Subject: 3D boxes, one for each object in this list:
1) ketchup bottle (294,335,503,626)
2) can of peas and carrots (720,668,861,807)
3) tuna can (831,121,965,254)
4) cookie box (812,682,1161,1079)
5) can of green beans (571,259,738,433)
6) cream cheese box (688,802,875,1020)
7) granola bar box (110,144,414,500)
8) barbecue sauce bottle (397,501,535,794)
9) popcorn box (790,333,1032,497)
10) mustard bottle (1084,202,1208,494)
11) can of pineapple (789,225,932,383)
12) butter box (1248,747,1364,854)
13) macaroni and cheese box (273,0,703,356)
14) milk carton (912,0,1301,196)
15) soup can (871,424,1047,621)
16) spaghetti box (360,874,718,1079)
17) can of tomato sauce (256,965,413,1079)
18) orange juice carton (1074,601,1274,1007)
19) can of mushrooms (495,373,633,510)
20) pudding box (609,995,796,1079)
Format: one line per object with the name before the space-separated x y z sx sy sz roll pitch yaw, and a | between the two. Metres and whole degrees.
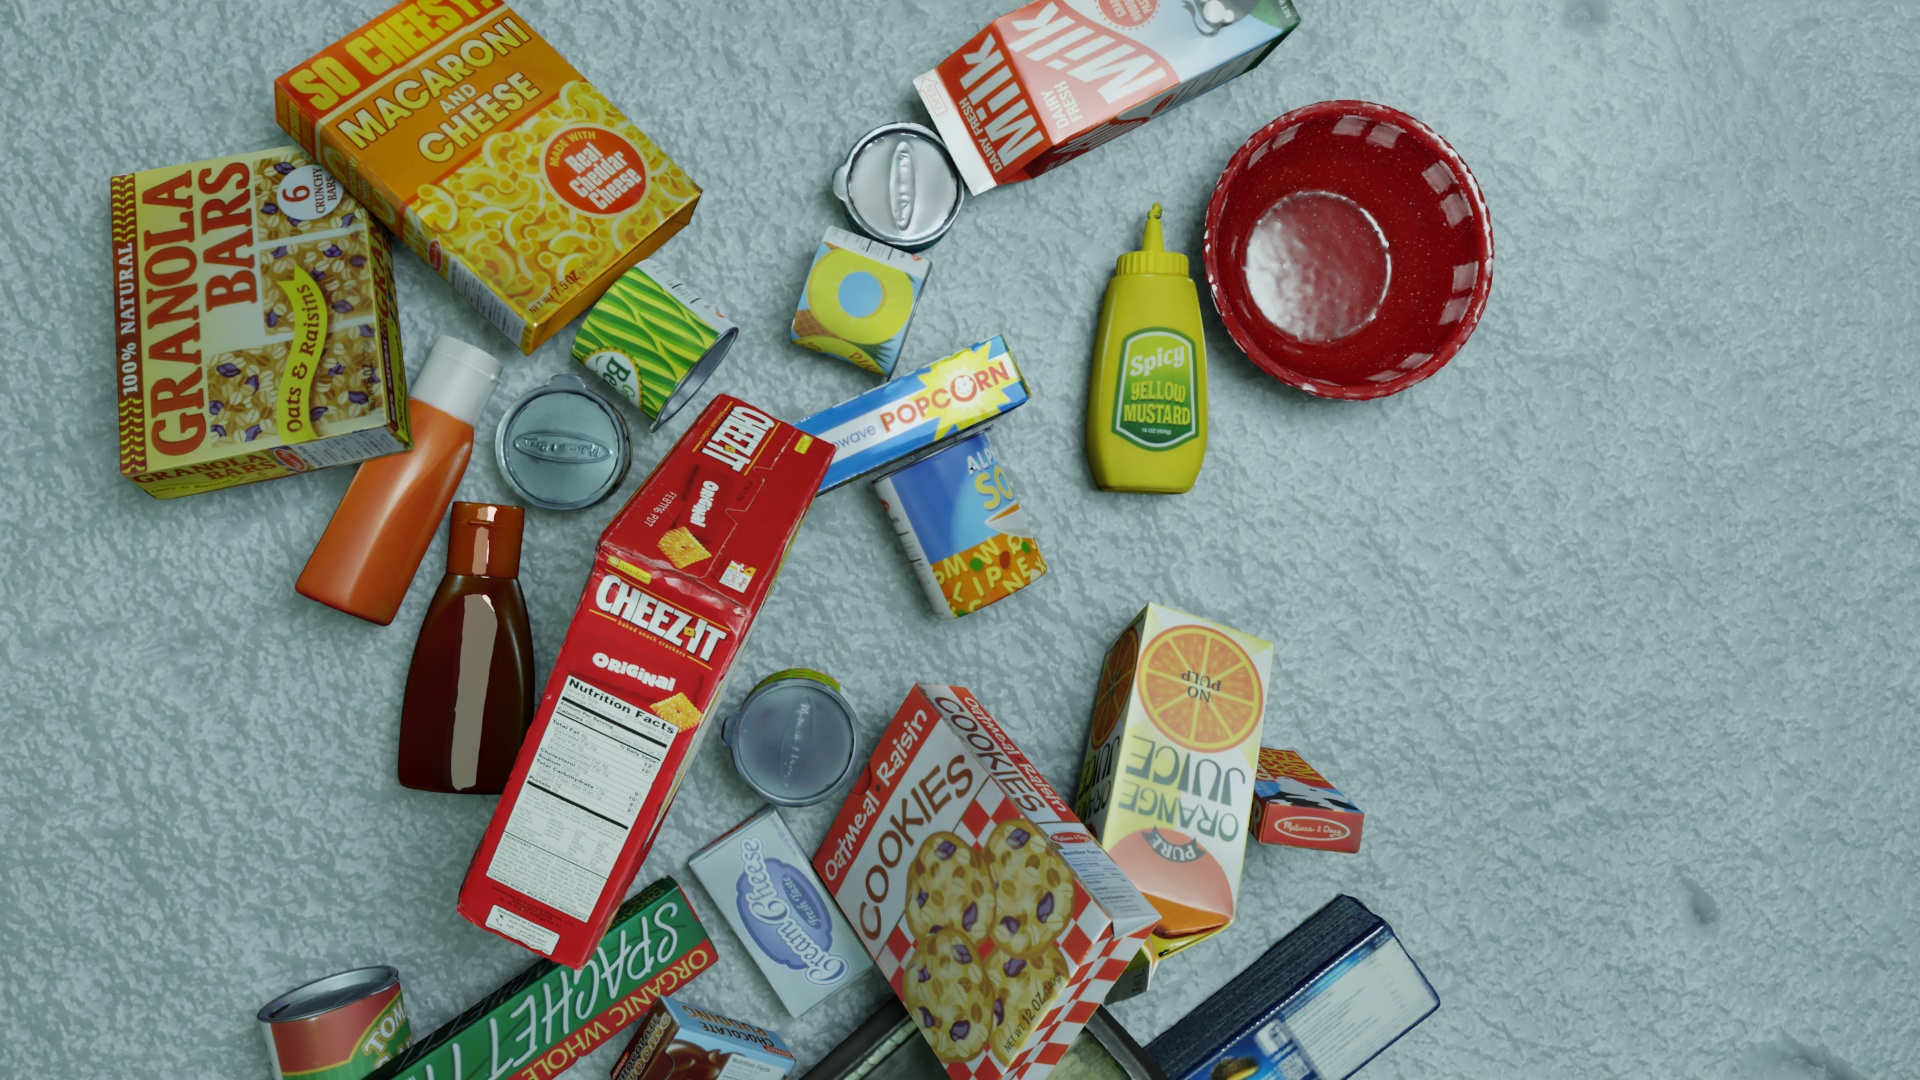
ketchup bottle | -0.282 -0.032 0.710 0.043 0.064 0.149 22 79 2
can of peas and carrots | -0.088 0.102 0.731 0.071 0.058 0.071 0 90 -6
tuna can | -0.034 -0.189 0.750 0.071 0.033 0.071 0 90 -6
cookie box | 0.004 0.168 0.677 0.040 0.168 0.122 11 116 -44
can of green beans | -0.158 -0.103 0.720 0.058 0.071 0.071 39 86 -5
cream cheese box | -0.095 0.199 0.748 0.053 0.024 0.103 -33 93 -5
granola bar box | -0.346 -0.112 0.687 0.124 0.039 0.166 -12 71 -6
barbecue sauce bottle | -0.252 0.055 0.721 0.065 0.043 0.148 5 89 -7
popcorn box | -0.032 -0.062 0.724 0.127 0.085 0.038 -24 92 -5
mustard bottle | 0.102 -0.105 0.757 0.065 0.049 0.160 1 90 -8
can of pineapple | -0.053 -0.124 0.732 0.058 0.071 0.071 19 88 -6
butter box | 0.169 0.135 0.738 0.053 0.103 0.024 8 98 -8
macaroni and cheese box | -0.235 -0.193 0.702 0.166 0.040 0.124 43 60 -4
milk carton | 0.074 -0.255 0.740 0.191 0.073 0.072 -28 93 -6
soup can | 0.003 -0.009 0.737 0.071 0.071 0.083 -26 94 -5
spaghetti box | -0.236 0.258 0.688 0.251 0.028 0.050 -32 102 -25
can of tomato sauce | -0.309 0.268 0.703 0.071 0.071 0.083 -12 92 -6
orange juice carton | 0.101 0.138 0.708 0.073 0.071 0.193 18 62 -6
can of mushrooms | -0.207 -0.051 0.731 0.071 0.033 0.071 0 90 -6
pudding box | -0.133 0.274 0.722 0.083 0.030 0.049 34 88 -37
